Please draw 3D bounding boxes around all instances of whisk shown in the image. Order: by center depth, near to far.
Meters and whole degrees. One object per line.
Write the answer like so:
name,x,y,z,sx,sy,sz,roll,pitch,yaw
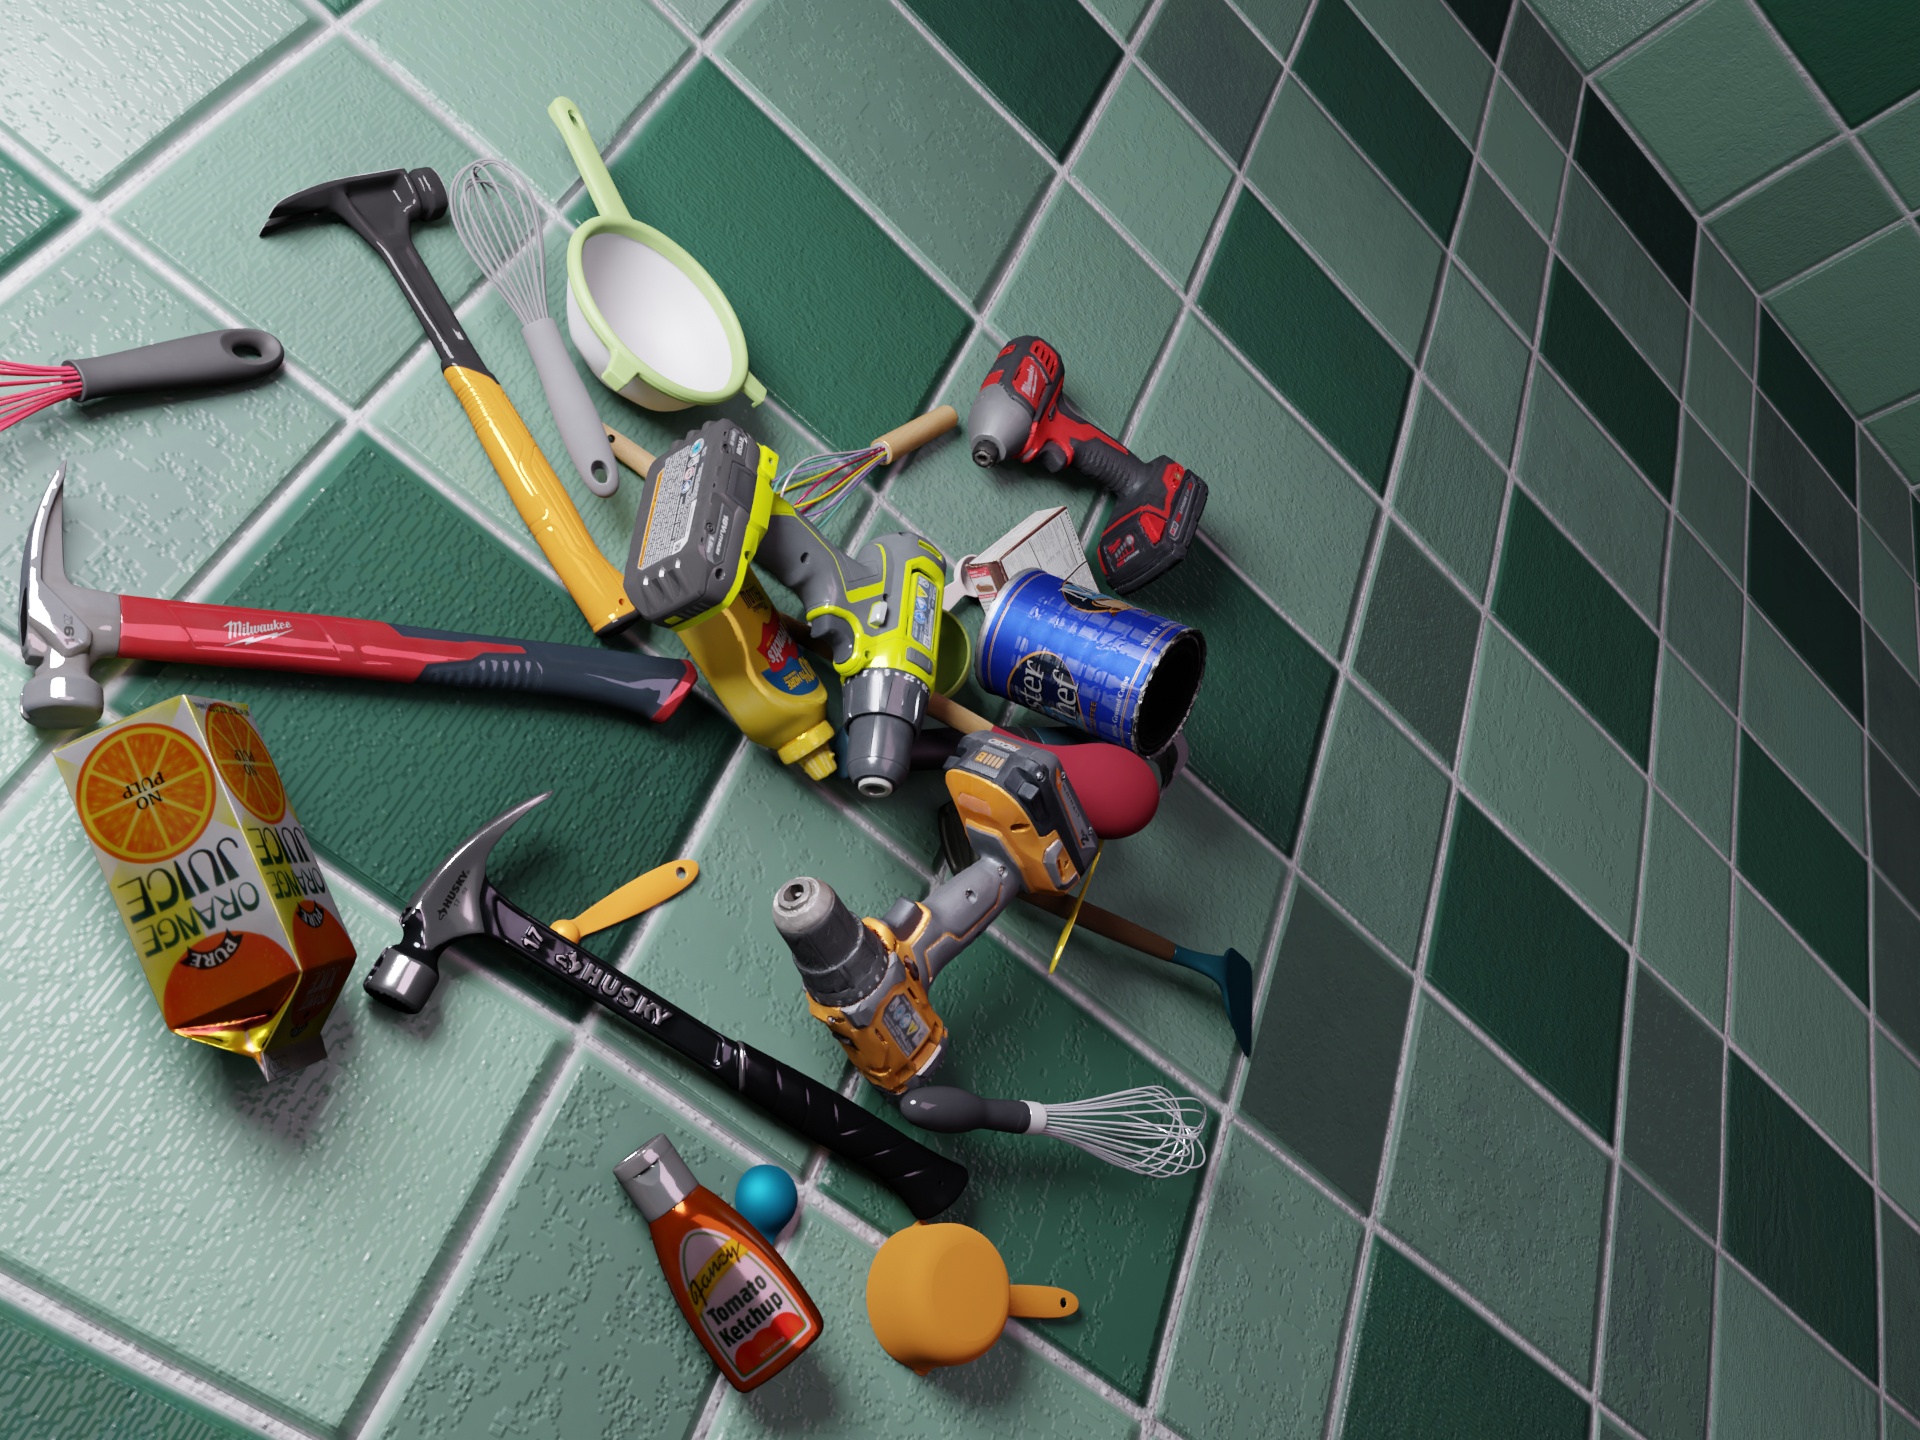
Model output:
whisk,-0.495,-0.178,0.854,0.296,0.073,0.073,-30,92,-51
whisk,-0.273,-0.257,1.041,0.055,0.055,0.239,-22,90,-44
whisk,0.071,0.278,1.106,0.284,0.070,0.070,17,60,-38
whisk,-0.071,-0.200,1.231,0.051,0.047,0.245,56,43,-4

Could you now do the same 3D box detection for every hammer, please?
hammer,-0.335,-0.054,0.943,0.386,0.038,0.143,5,66,-39
hammer,-0.151,0.198,0.978,0.408,0.036,0.149,38,60,-24
hammer,-0.312,-0.201,1.031,0.127,0.034,0.337,-34,94,-45
hammer,0.043,0.017,1.209,0.331,0.033,0.128,-3,43,-37

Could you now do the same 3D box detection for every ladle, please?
ladle,-0.002,-0.004,1.131,0.315,0.069,0.031,28,8,2
ladle,-0.126,-0.115,1.137,0.320,0.062,0.078,35,81,-19

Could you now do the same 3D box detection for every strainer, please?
strainer,-0.247,-0.316,1.117,0.151,0.069,0.256,-9,69,-55

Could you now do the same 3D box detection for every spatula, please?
spatula,0.135,0.174,1.226,0.317,0.044,0.082,27,55,-31

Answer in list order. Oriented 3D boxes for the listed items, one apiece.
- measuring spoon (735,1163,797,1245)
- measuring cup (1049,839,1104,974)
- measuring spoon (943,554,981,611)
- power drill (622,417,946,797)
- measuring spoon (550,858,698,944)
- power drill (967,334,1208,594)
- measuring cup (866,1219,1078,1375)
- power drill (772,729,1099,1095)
measuring spoon,-0.117,0.333,0.961,0.042,0.021,0.129,19,59,-33
measuring cup,0.081,0.111,1.155,0.029,0.062,0.157,20,61,6
measuring spoon,-0.021,-0.091,1.245,0.124,0.018,0.034,-42,115,-37
power drill,-0.101,-0.071,1.030,0.228,0.080,0.191,33,50,-38
measuring spoon,-0.207,0.113,0.993,0.117,0.011,0.021,-28,90,-44
power drill,0.101,-0.217,1.363,0.219,0.078,0.143,39,50,-17
measuring cup,0.024,0.377,1.039,0.173,0.052,0.095,16,61,-32
power drill,-0.020,0.109,1.036,0.226,0.084,0.185,-49,135,-23
